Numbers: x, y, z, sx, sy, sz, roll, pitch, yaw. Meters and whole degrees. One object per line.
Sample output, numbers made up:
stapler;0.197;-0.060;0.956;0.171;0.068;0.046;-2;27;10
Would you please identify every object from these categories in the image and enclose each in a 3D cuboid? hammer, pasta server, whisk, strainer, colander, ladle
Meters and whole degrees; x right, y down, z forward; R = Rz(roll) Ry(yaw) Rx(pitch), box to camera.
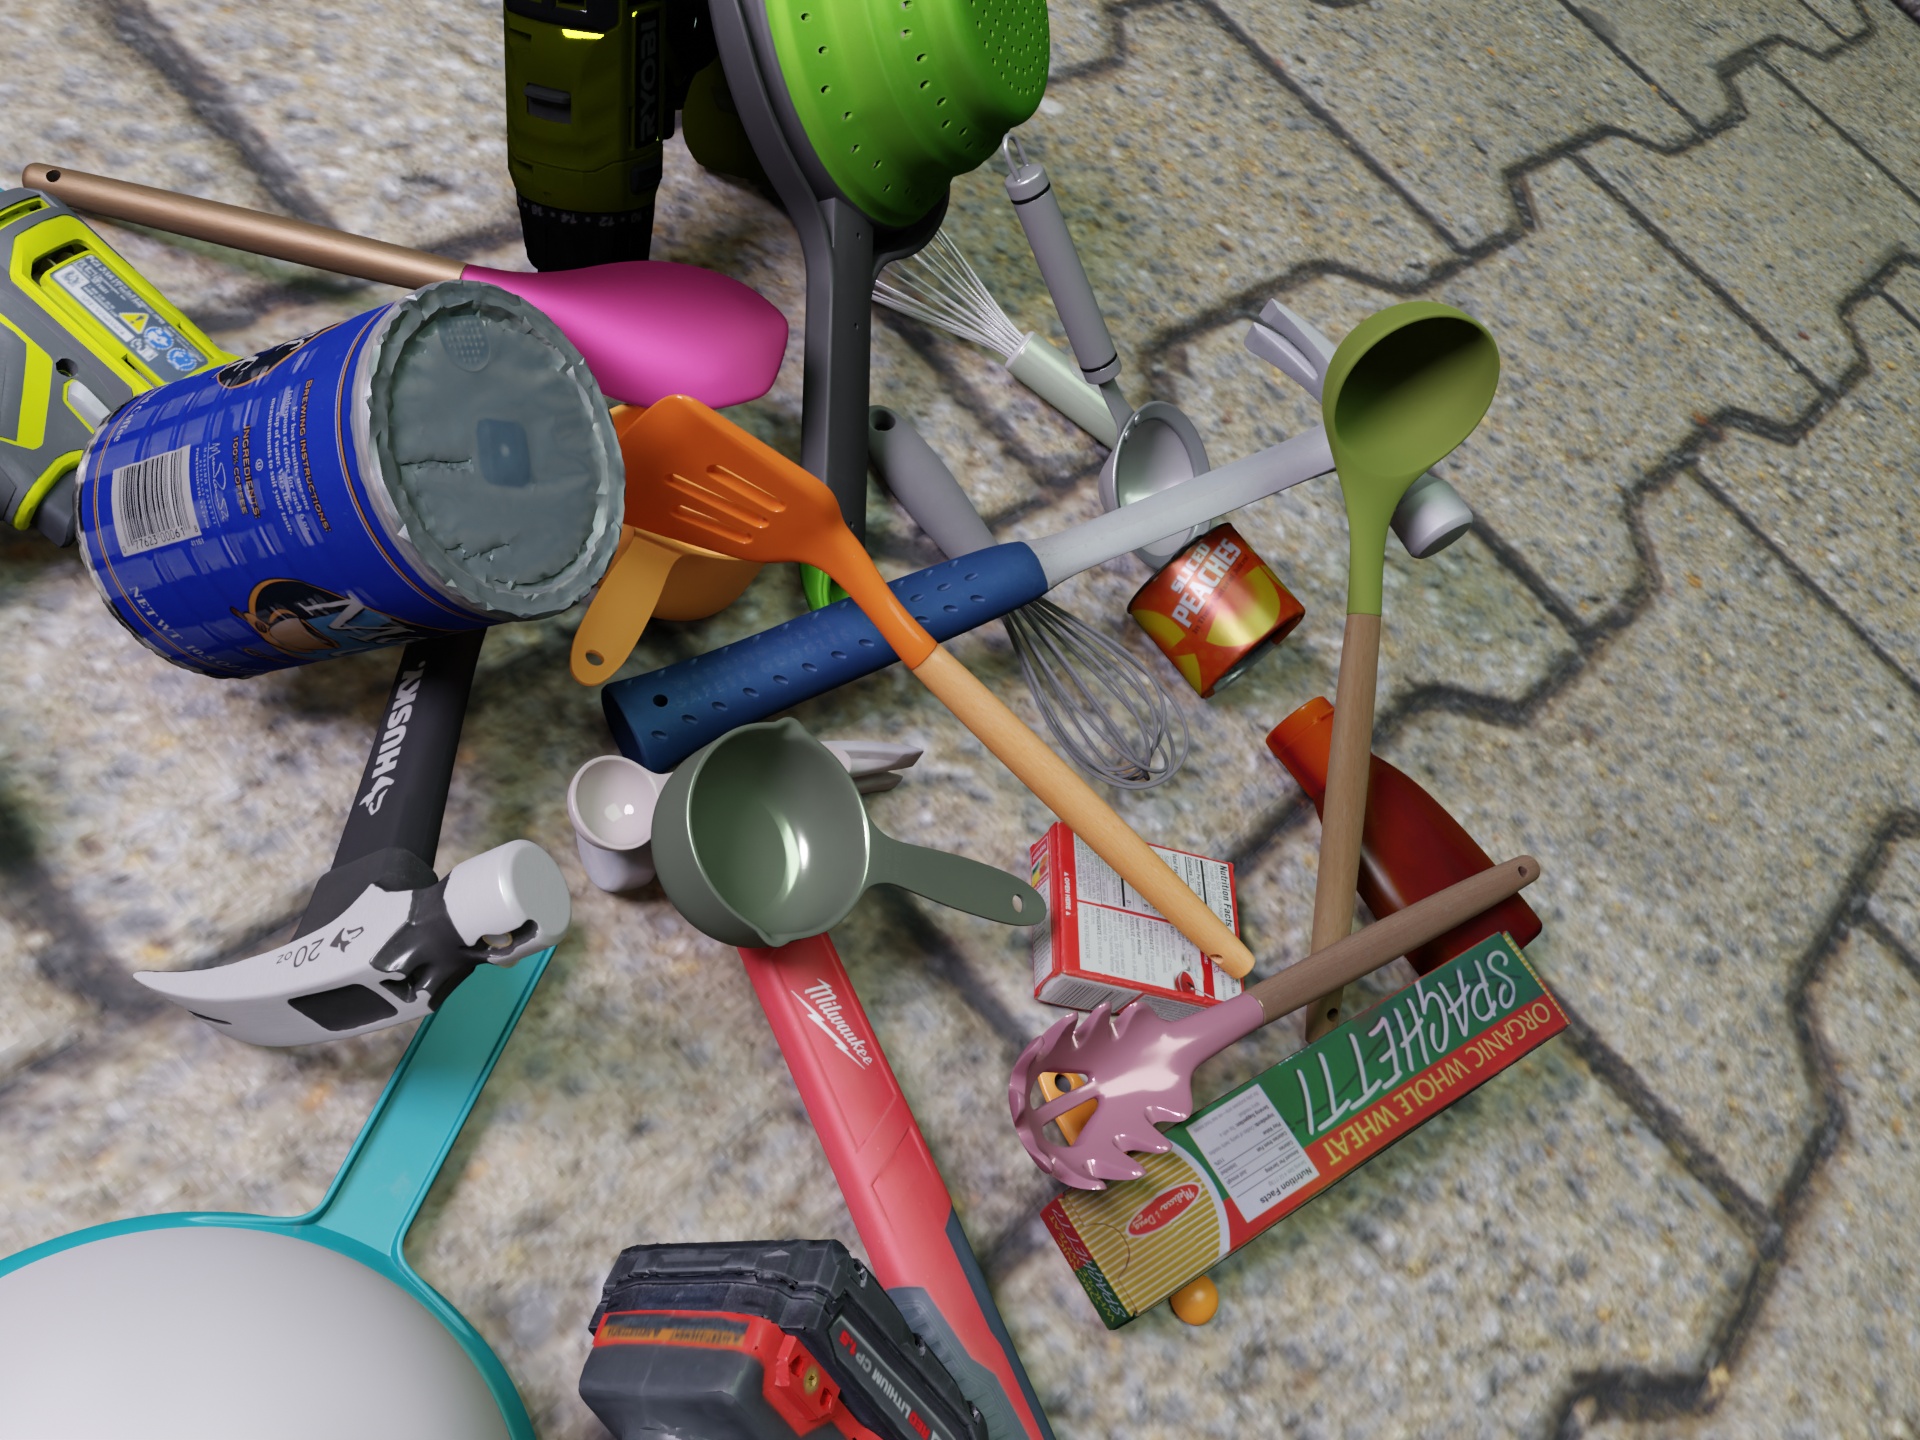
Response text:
hammer;-0.188;-0.032;0.573;0.035;0.146;0.335;53;23;-40
pasta server;0.139;0.105;0.635;0.316;0.040;0.060;-18;80;-34
whisk;0.025;-0.201;0.837;0.246;0.059;0.058;36;15;-7
strainer;0.070;-0.166;0.771;0.087;0.050;0.258;-56;135;-32
colander;-0.022;-0.237;0.707;0.204;0.094;0.397;15;74;-62
strainer;-0.180;0.168;0.430;0.211;0.095;0.341;27;50;-9
hammer;-0.002;0.179;0.557;0.143;0.038;0.387;-11;64;-36
whisk;0.023;-0.062;0.736;0.055;0.055;0.239;-21;65;-37
ladle;0.178;-0.019;0.681;0.078;0.062;0.320;7;88;-23
hammer;0.037;-0.075;0.693;0.405;0.035;0.144;-24;72;-24

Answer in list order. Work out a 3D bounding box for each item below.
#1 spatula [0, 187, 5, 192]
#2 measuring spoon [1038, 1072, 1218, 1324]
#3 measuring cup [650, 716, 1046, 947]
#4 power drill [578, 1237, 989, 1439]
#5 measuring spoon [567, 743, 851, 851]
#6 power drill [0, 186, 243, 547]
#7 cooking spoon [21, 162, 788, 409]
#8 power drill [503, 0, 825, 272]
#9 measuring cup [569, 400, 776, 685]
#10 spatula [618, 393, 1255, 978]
spatula;-0.425;-0.104;0.542;0.082;0.044;0.318;33;53;-5
measuring spoon;0.064;0.177;0.610;0.021;0.011;0.117;-20;69;-37
measuring cup;-0.038;0.055;0.581;0.167;0.038;0.083;21;60;-38
power drill;-0.064;0.271;0.403;0.187;0.080;0.227;60;33;-30
measuring spoon;-0.091;0.025;0.585;0.124;0.018;0.034;-9;76;-44
power drill;-0.322;-0.064;0.525;0.171;0.080;0.223;45;44;-12
cooking spoon;-0.228;-0.186;0.652;0.319;0.017;0.069;13;73;0
power drill;-0.133;-0.286;0.740;0.080;0.190;0.229;17;36;11
measuring cup;-0.129;-0.057;0.631;0.095;0.052;0.174;31;40;-14
spatula;-0.001;-0.002;0.611;0.322;0.081;0.041;44;48;-12
